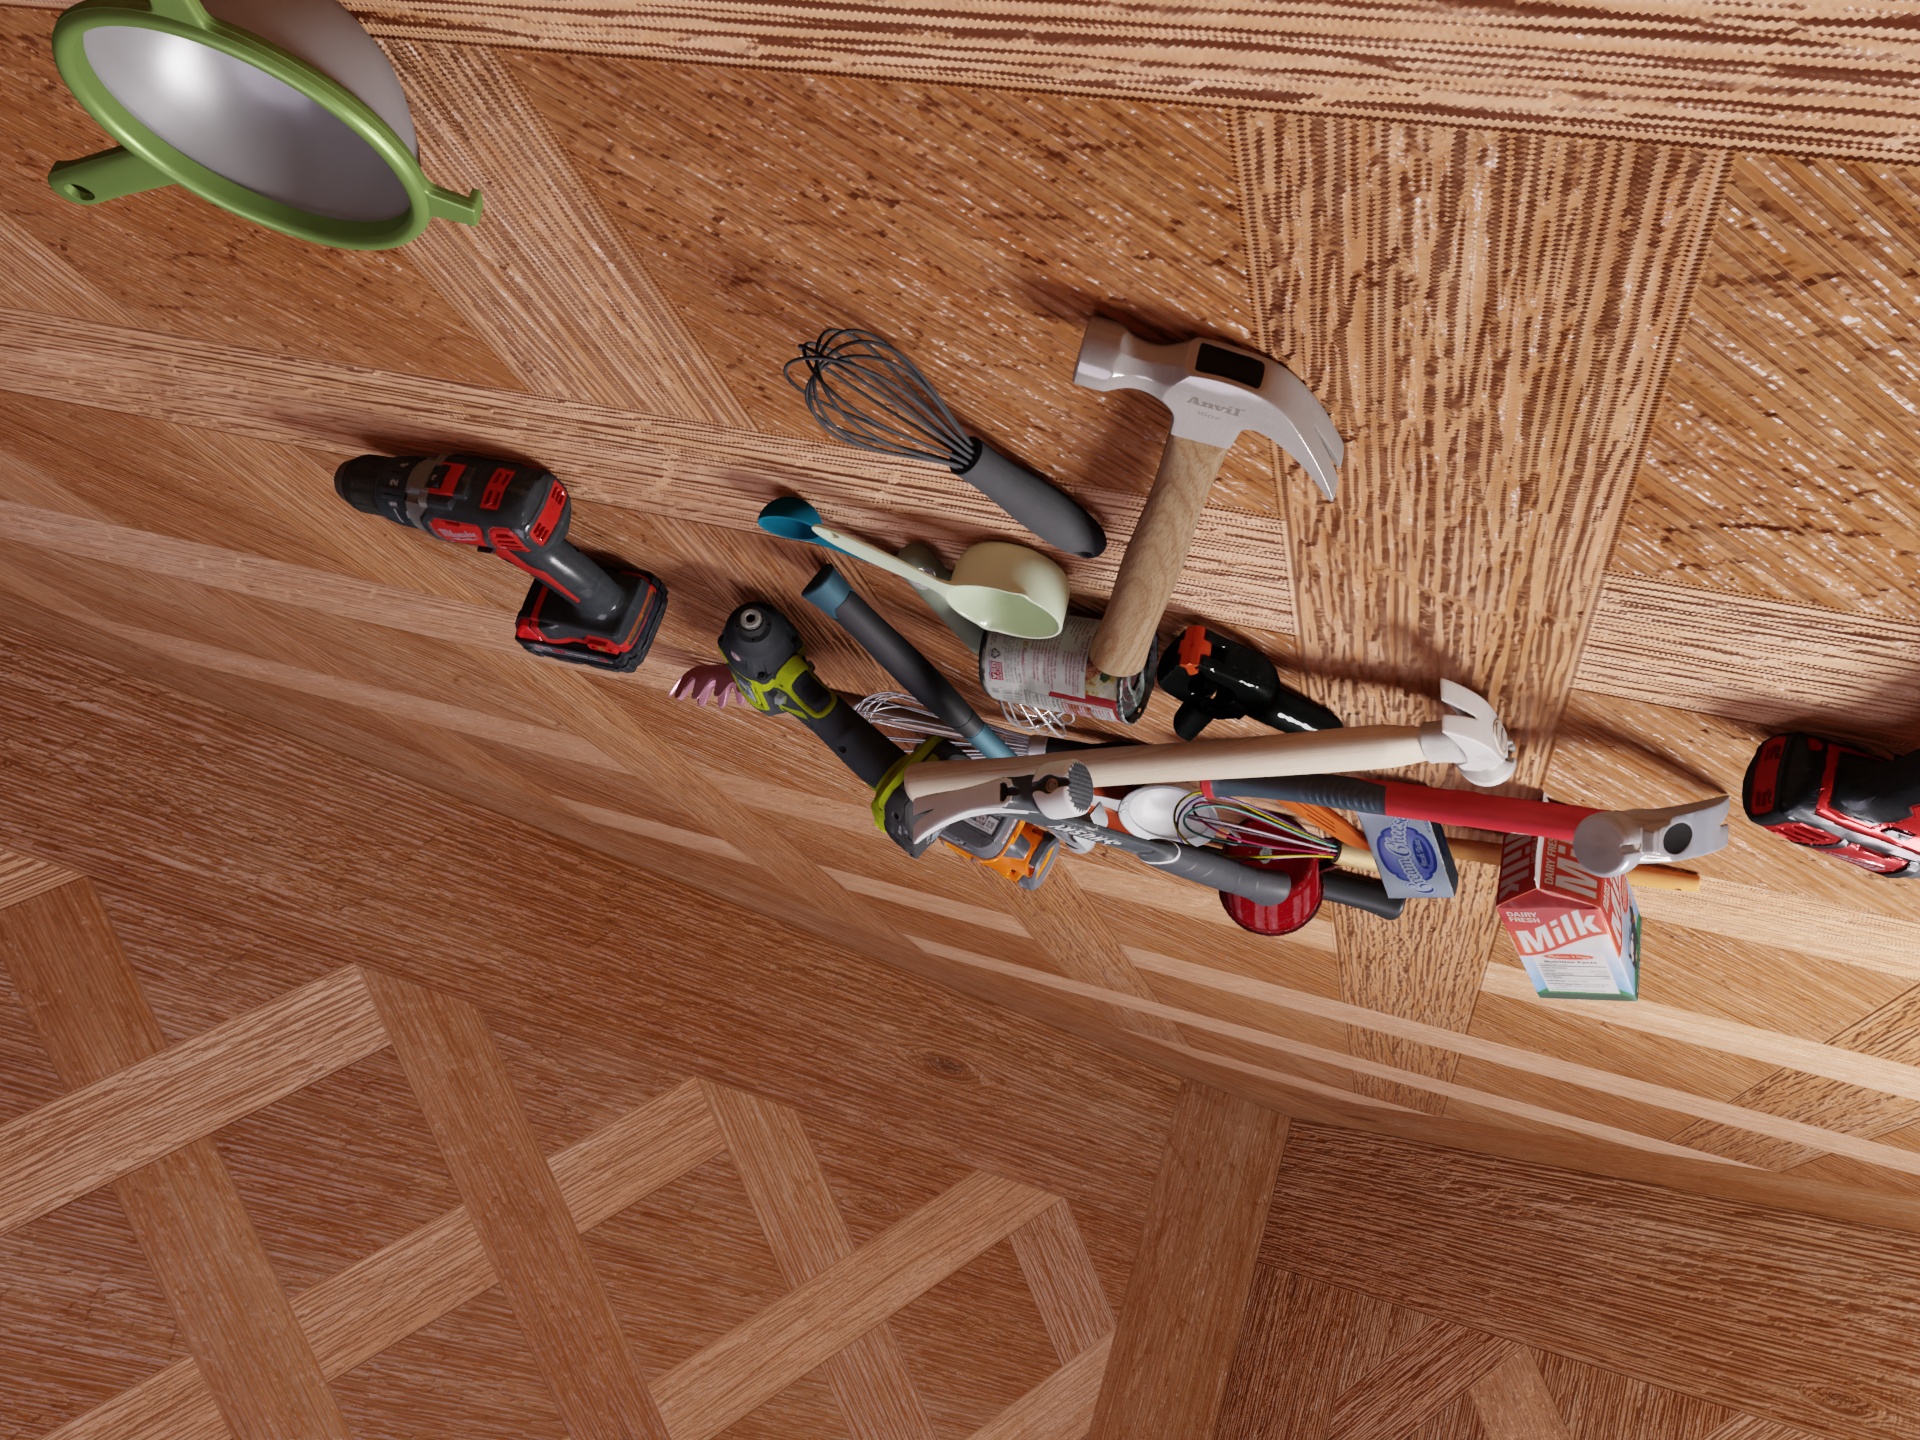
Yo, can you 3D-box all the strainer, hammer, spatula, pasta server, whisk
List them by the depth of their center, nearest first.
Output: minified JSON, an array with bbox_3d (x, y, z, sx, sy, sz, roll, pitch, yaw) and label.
[{"bbox_3d":[-0.325,-0.270,0.693,0.256,0.069,0.151,6,163,39],"label":"strainer"},{"bbox_3d":[0.001,-0.137,0.834,0.055,0.055,0.238,2,163,44],"label":"whisk"},{"bbox_3d":[0.109,-0.095,0.838,0.130,0.031,0.331,16,160,3],"label":"hammer"},{"bbox_3d":[0.142,0.025,1.049,0.411,0.038,0.146,-6,164,28],"label":"hammer"},{"bbox_3d":[0.324,0.055,1.108,0.143,0.038,0.386,-6,-173,-36],"label":"hammer"},{"bbox_3d":[0.020,-0.054,1.109,0.058,0.059,0.246,-27,143,14],"label":"whisk"},{"bbox_3d":[0.130,0.095,1.167,0.149,0.036,0.408,-12,160,36],"label":"hammer"},{"bbox_3d":[-0.002,-0.004,1.189,0.330,0.033,0.128,44,170,-32],"label":"hammer"},{"bbox_3d":[0.395,0.091,1.226,0.323,0.041,0.081,8,163,19],"label":"spatula"},{"bbox_3d":[0.291,0.099,1.313,0.245,0.047,0.051,12,130,-12],"label":"whisk"},{"bbox_3d":[0.035,0.019,1.325,0.284,0.070,0.070,8,162,17],"label":"whisk"},{"bbox_3d":[0.111,0.065,1.351,0.258,0.050,0.086,9,141,-1],"label":"strainer"},{"bbox_3d":[-0.112,-0.008,1.420,0.316,0.040,0.060,12,176,16],"label":"pasta server"},{"bbox_3d":[0.249,0.130,1.497,0.335,0.035,0.146,13,165,15],"label":"hammer"}]

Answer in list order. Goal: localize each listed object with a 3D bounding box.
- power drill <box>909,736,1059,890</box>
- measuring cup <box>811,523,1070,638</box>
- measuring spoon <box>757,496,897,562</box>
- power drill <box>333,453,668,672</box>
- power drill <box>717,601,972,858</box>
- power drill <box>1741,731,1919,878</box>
[{"bbox_3d":[0.003,0.089,1.535,0.164,0.084,0.226,26,171,17],"label":"power drill"},{"bbox_3d":[-0.009,-0.100,0.988,0.167,0.038,0.083,23,164,-9],"label":"measuring cup"},{"bbox_3d":[-0.072,-0.121,1.036,0.128,0.021,0.042,16,167,-31],"label":"measuring spoon"},{"bbox_3d":[-0.343,-0.127,1.200,0.188,0.080,0.226,11,160,22],"label":"power drill"},{"bbox_3d":[-0.094,0.000,1.245,0.223,0.080,0.171,40,168,10],"label":"power drill"},{"bbox_3d":[0.524,0.039,0.805,0.143,0.078,0.219,20,167,-7],"label":"power drill"}]
